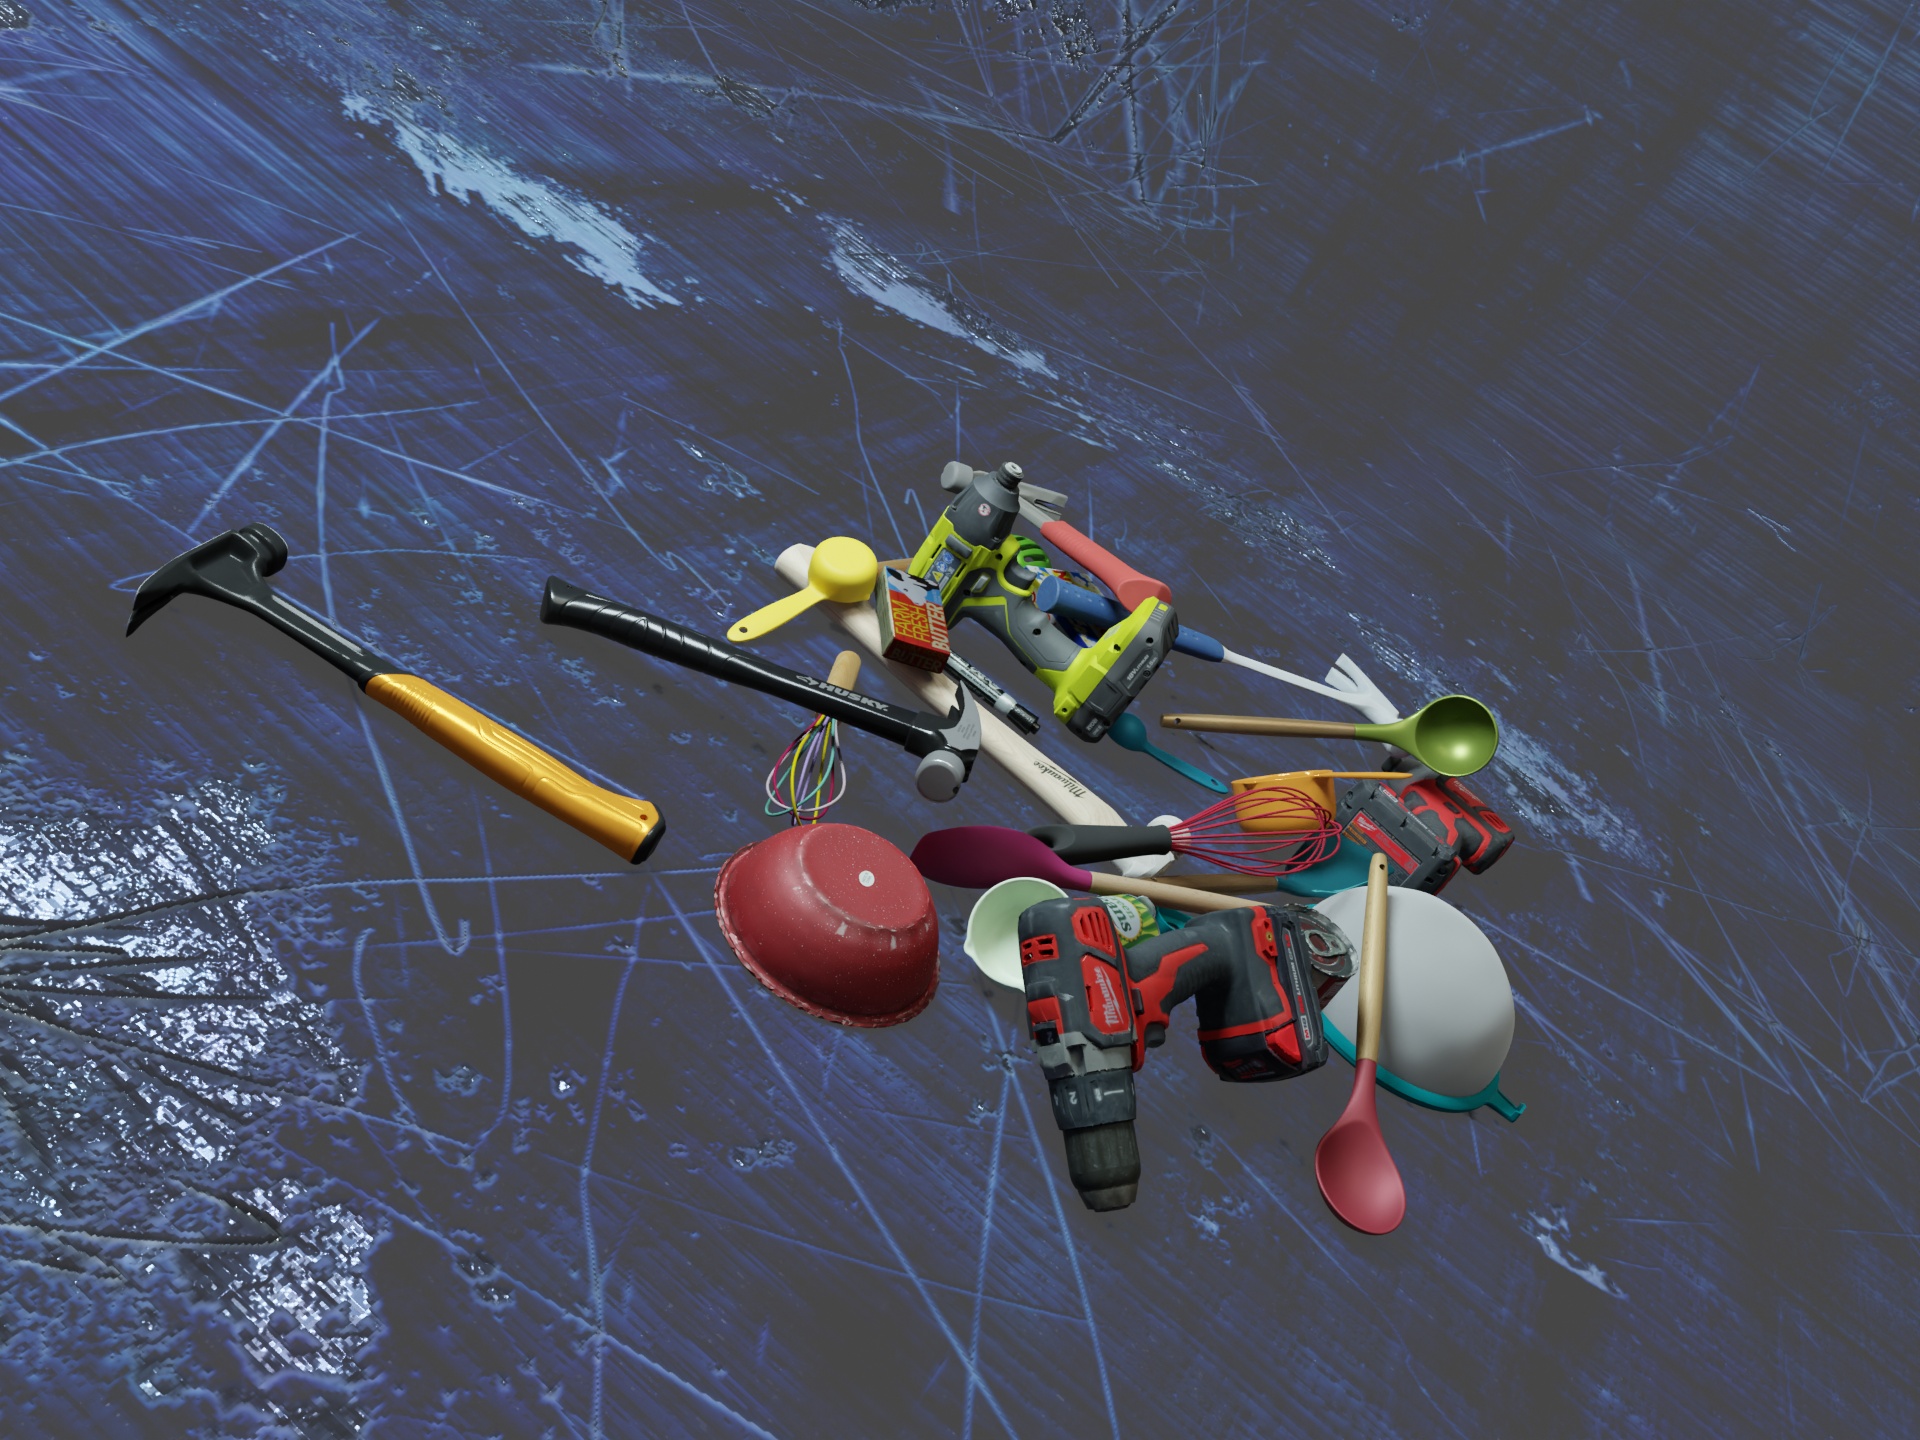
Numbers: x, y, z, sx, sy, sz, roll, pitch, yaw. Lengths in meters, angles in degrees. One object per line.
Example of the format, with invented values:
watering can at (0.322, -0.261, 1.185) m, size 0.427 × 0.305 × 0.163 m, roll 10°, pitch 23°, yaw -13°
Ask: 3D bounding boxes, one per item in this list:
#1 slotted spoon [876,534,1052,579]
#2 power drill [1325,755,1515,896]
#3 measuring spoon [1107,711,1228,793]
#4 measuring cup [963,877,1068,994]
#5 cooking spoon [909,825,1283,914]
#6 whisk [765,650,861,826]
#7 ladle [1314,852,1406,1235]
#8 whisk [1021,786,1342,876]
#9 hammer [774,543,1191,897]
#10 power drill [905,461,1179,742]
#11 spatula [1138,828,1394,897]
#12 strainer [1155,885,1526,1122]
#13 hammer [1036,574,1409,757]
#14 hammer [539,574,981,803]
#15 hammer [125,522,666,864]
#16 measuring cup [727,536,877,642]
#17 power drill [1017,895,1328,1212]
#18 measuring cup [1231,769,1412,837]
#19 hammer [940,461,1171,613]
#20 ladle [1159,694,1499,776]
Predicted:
slotted spoon at (-0.012, -0.145, 1.489) m, size 0.313 × 0.031 × 0.070 m, roll -12°, pitch 55°, yaw -49°
power drill at (0.429, 0.097, 1.500) m, size 0.143 × 0.078 × 0.219 m, roll 45°, pitch 30°, yaw 21°
measuring spoon at (0.189, 0.027, 1.425) m, size 0.128 × 0.021 × 0.042 m, roll 29°, pitch 30°, yaw -3°
measuring cup at (0.056, 0.187, 1.053) m, size 0.083 × 0.038 × 0.168 m, roll -17°, pitch 66°, yaw 1°
cooking spoon at (0.115, 0.121, 1.149) m, size 0.318 × 0.068 × 0.017 m, roll 12°, pitch 42°, yaw -20°
whisk at (-0.101, 0.010, 1.173) m, size 0.047 × 0.051 × 0.245 m, roll 47°, pitch 22°, yaw -17°
ladle at (0.293, 0.224, 1.147) m, size 0.069 × 0.031 × 0.316 m, roll 23°, pitch 51°, yaw -8°
whisk at (0.170, 0.090, 1.210) m, size 0.295 × 0.073 × 0.073 m, roll -1°, pitch 43°, yaw -28°
hammer at (-0.002, -0.004, 1.283) m, size 0.411 × 0.038 × 0.146 m, roll 41°, pitch 32°, yaw 15°
power drill at (0.068, -0.100, 1.358) m, size 0.223 × 0.171 × 0.080 m, roll 37°, pitch 30°, yaw 1°
spatula at (0.242, 0.123, 1.297) m, size 0.317 × 0.044 × 0.082 m, roll 4°, pitch 23°, yaw -48°
strainer at (0.310, 0.179, 1.246) m, size 0.340 × 0.095 × 0.211 m, roll 21°, pitch 32°, yaw -21°
hammer at (0.253, -0.064, 1.524) m, size 0.405 × 0.035 × 0.144 m, roll 17°, pitch 27°, yaw -24°
hammer at (-0.143, -0.035, 1.133) m, size 0.335 × 0.035 × 0.146 m, roll 20°, pitch 23°, yaw 3°
hammer at (-0.334, -0.007, 0.979) m, size 0.337 × 0.034 × 0.127 m, roll 32°, pitch 29°, yaw -2°
measuring cup at (-0.127, -0.104, 1.277) m, size 0.062 × 0.029 × 0.156 m, roll 39°, pitch 48°, yaw 18°
power drill at (0.136, 0.206, 1.023) m, size 0.226 × 0.080 × 0.188 m, roll 4°, pitch 71°, yaw -41°
measuring cup at (0.310, 0.071, 1.353) m, size 0.095 × 0.174 × 0.052 m, roll -7°, pitch 92°, yaw -41°
hammer at (0.111, -0.173, 1.536) m, size 0.149 × 0.036 × 0.359 m, roll 13°, pitch 18°, yaw -29°
ladle at (0.346, 0.008, 1.485) m, size 0.320 × 0.078 × 0.062 m, roll 3°, pitch -5°, yaw -8°
